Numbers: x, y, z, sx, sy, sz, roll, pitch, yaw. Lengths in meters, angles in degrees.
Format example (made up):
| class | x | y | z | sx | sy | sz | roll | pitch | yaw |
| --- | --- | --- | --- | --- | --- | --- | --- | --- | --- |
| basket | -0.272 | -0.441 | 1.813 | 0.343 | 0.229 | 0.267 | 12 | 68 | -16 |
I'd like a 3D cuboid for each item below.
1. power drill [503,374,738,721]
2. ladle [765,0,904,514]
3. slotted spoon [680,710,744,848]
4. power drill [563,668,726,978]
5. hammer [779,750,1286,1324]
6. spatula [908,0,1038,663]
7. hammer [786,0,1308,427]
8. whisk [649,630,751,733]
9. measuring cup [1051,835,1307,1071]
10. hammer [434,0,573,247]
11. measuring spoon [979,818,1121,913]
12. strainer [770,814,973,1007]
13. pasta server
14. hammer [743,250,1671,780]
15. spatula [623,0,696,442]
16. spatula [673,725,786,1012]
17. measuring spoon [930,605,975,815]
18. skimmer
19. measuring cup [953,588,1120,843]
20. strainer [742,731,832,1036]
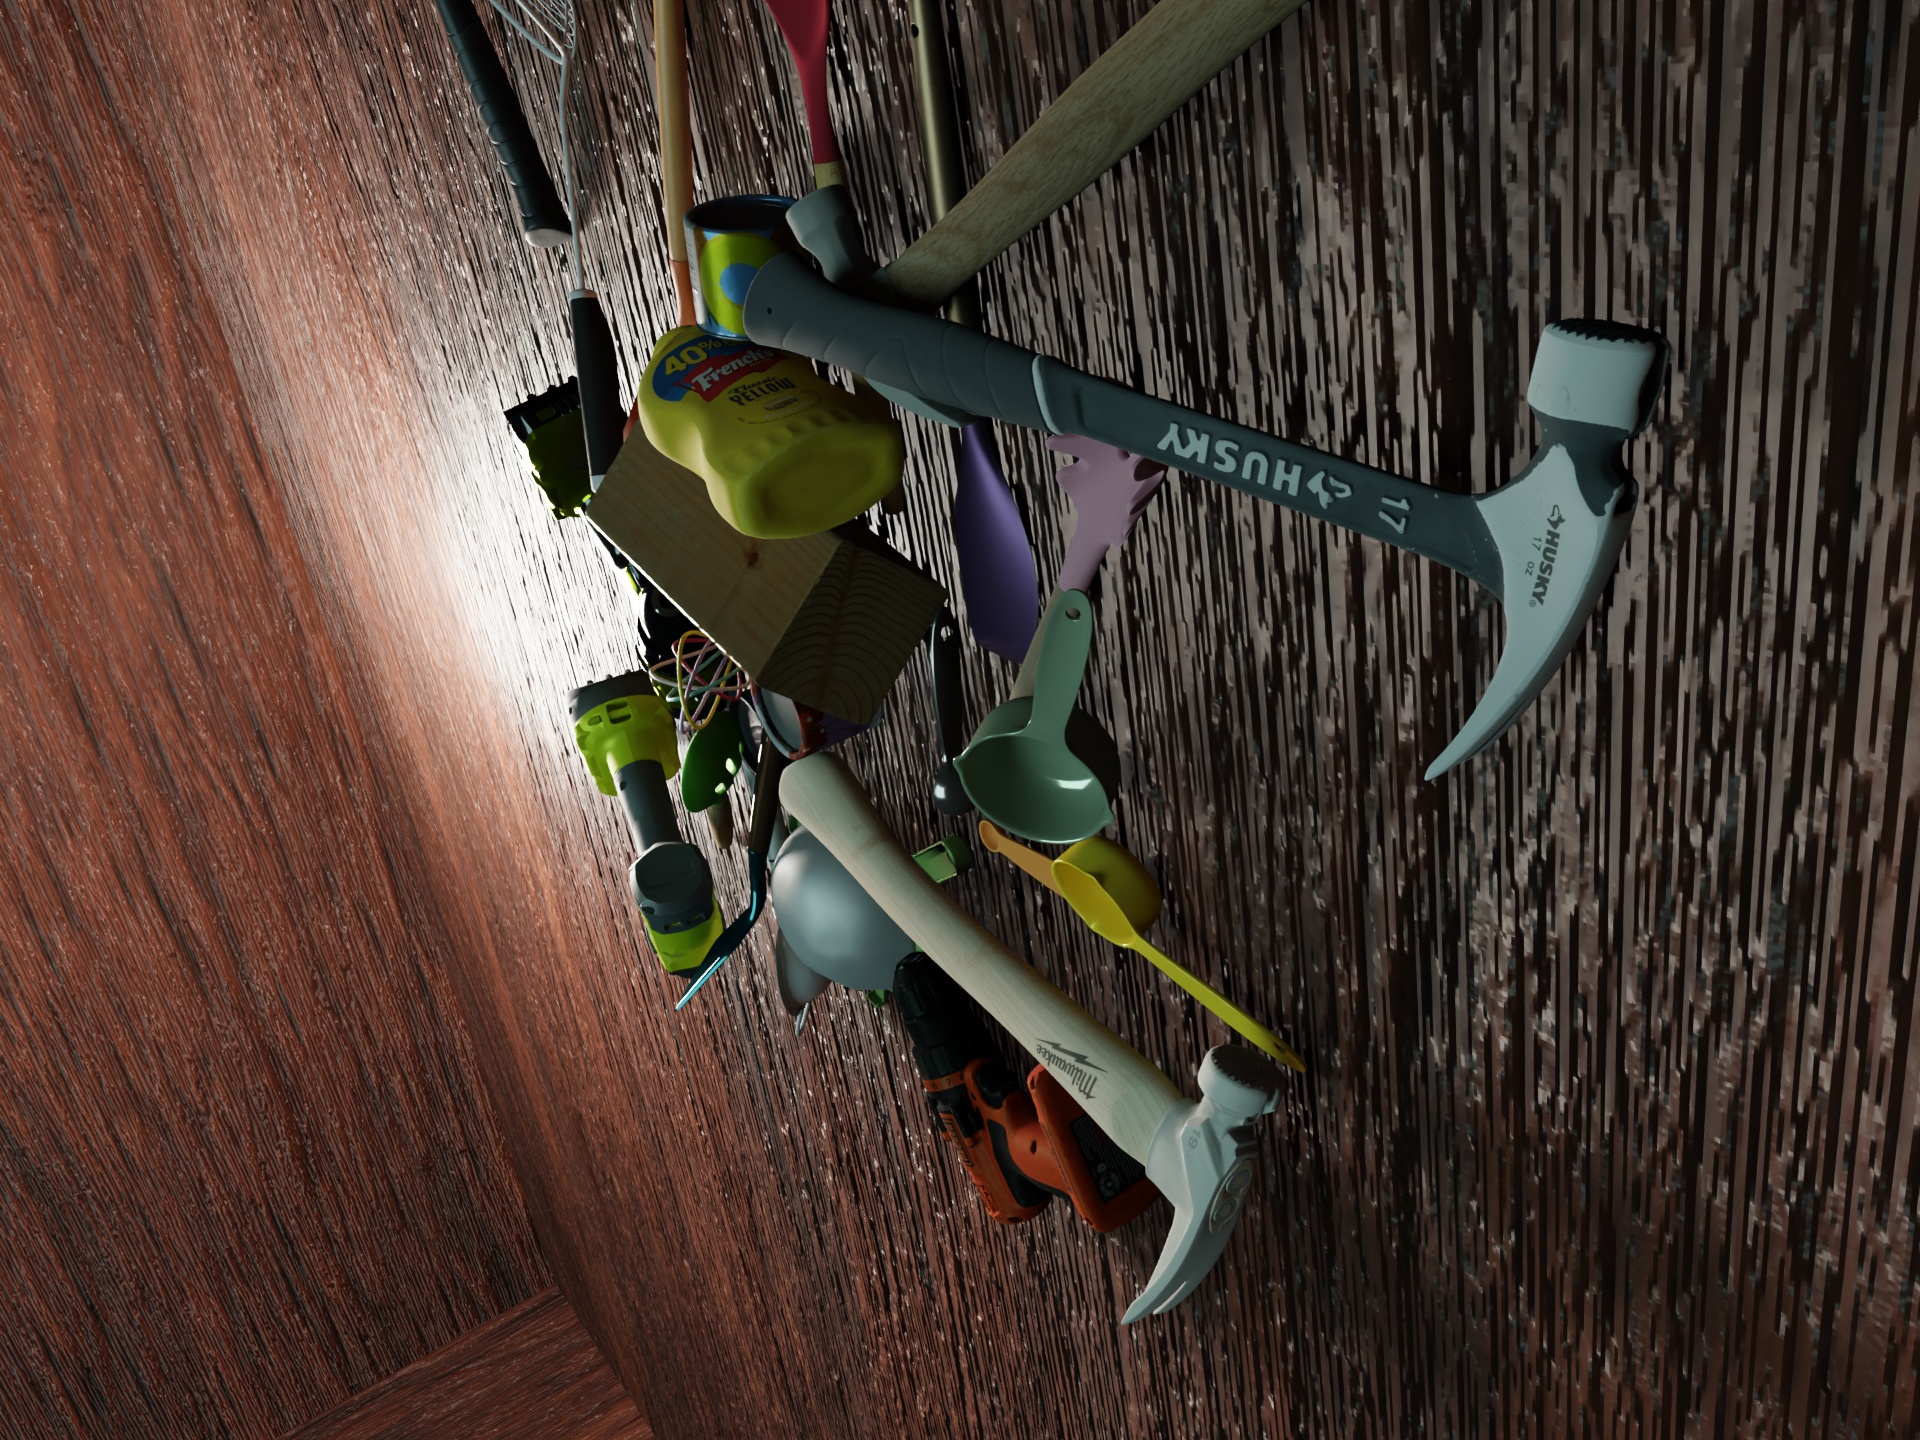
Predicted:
| class | x | y | z | sx | sy | sz | roll | pitch | yaw |
| --- | --- | --- | --- | --- | --- | --- | --- | --- | --- |
| power drill | -0.225 | -0.120 | 1.088 | 0.229 | 0.080 | 0.190 | 60 | 170 | 11 |
| ladle | -0.061 | -0.250 | 0.787 | 0.069 | 0.031 | 0.315 | 31 | 138 | 52 |
| slotted spoon | -0.175 | 0.059 | 1.161 | 0.031 | 0.070 | 0.313 | 24 | 164 | 0 |
| power drill | -0.239 | 0.086 | 1.245 | 0.171 | 0.080 | 0.223 | 92 | 158 | -59 |
| hammer | 0.006 | 0.139 | 0.873 | 0.411 | 0.038 | 0.146 | 38 | 117 | 46 |
| spatula | 0.005 | -0.168 | 0.741 | 0.060 | 0.018 | 0.315 | 26 | 134 | 45 |
| hammer | 0.034 | -0.212 | 0.616 | 0.331 | 0.031 | 0.130 | -20 | 97 | 58 |
| whisk | -0.138 | -0.046 | 0.948 | 0.047 | 0.051 | 0.245 | 53 | -169 | -10 |
| measuring cup | 0.110 | 0.110 | 0.769 | 0.157 | 0.029 | 0.062 | 38 | 158 | 23 |
| hammer | -0.332 | -0.474 | 1.042 | 0.146 | 0.035 | 0.334 | -84 | -24 | -63 |
| measuring spoon | 0.050 | 0.080 | 0.866 | 0.117 | 0.011 | 0.021 | 28 | 133 | 46 |
| strainer | -0.065 | 0.116 | 1.030 | 0.151 | 0.069 | 0.256 | 65 | 154 | 4 |
| pasta server | 0.041 | -0.045 | 0.752 | 0.060 | 0.040 | 0.316 | 52 | 151 | 21 |
| hammer | 0.050 | -0.113 | 0.598 | 0.409 | 0.036 | 0.149 | 28 | 124 | 39 |
| spatula | -0.169 | -0.291 | 0.931 | 0.081 | 0.041 | 0.322 | 20 | 132 | 19 |
| spatula | -0.144 | 0.062 | 1.073 | 0.044 | 0.082 | 0.317 | 16 | 120 | 6 |
| measuring spoon | -0.001 | -0.003 | 0.872 | 0.018 | 0.034 | 0.124 | 18 | 122 | 43 |
| skimmer | -0.269 | -0.321 | 0.979 | 0.127 | 0.090 | 0.363 | -133 | 37 | -80 |
| measuring cup | 0.046 | -0.009 | 0.742 | 0.083 | 0.038 | 0.167 | 19 | 138 | 9 |
| strainer | -0.128 | 0.111 | 1.168 | 0.087 | 0.050 | 0.258 | -50 | -52 | -71 |
